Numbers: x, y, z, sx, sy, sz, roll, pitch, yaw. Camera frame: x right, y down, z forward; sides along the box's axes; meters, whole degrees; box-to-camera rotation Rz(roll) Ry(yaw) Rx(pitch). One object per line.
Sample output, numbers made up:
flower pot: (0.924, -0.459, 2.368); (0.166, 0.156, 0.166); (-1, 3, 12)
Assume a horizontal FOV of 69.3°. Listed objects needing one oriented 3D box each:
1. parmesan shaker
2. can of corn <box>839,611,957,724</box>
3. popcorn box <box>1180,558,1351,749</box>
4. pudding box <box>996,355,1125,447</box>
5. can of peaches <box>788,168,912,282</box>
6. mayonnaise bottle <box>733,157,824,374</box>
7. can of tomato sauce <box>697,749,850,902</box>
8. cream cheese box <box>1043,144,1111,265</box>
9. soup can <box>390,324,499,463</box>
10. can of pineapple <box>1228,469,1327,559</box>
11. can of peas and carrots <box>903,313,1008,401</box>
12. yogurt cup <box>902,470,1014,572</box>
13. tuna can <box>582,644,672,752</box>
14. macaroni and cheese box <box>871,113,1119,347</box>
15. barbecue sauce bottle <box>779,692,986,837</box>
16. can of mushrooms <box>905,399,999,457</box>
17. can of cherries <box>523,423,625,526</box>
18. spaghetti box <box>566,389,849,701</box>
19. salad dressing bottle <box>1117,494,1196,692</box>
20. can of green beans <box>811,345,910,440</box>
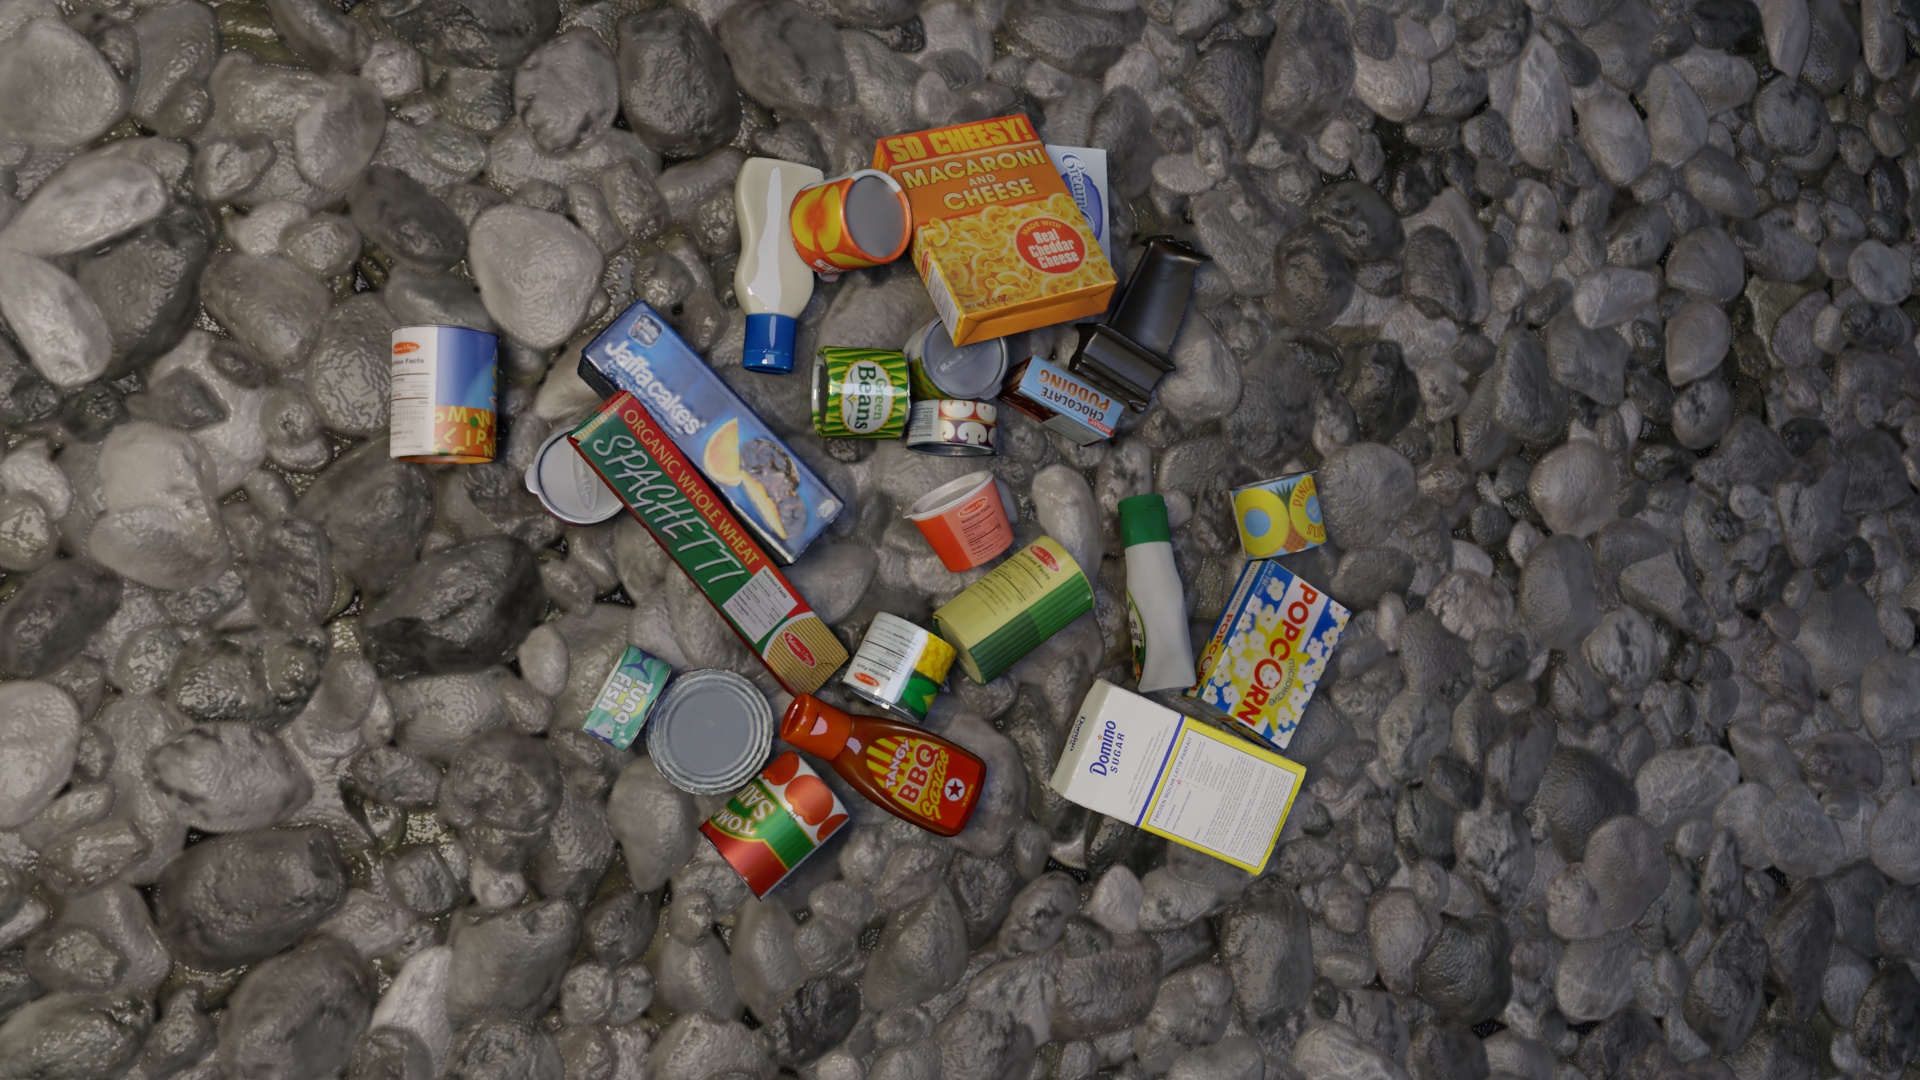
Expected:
parmesan shaker: (0.036, 0.050, 1.017); (0.103, 0.071, 0.071); (-35, 97, -15)
can of corn: (-0.043, 0.091, 0.989); (0.071, 0.071, 0.058); (30, 78, -14)
popcorn box: (0.240, 0.088, 1.090); (0.085, 0.038, 0.127); (32, 78, -15)
pudding box: (0.075, -0.104, 1.045); (0.084, 0.049, 0.030); (27, 78, -14)
can of peaches: (-0.076, -0.220, 0.971); (0.071, 0.058, 0.071); (1, 89, -45)
mayonnaise bottle: (-0.133, -0.194, 0.992); (0.065, 0.041, 0.148); (5, 86, -22)
can of tomato sauce: (-0.128, 0.193, 0.953); (0.083, 0.071, 0.071); (-41, 99, -16)
cream cheese box: (0.087, -0.251, 1.072); (0.053, 0.024, 0.104); (-2, 87, -19)
soup can: (-0.335, -0.094, 0.910); (0.071, 0.071, 0.083); (0, 87, -17)
can of pineapple: (0.249, -0.020, 1.084); (0.071, 0.071, 0.058); (-14, 92, -17)
can of peas and carrots: (-0.003, -0.130, 1.018); (0.071, 0.058, 0.071); (1, 87, -17)
yogurt cup: (0.004, -0.013, 1.011); (0.072, 0.072, 0.054); (-31, 104, -16)
tuna can: (-0.223, 0.105, 0.928); (0.033, 0.071, 0.071); (30, 79, -12)
macaroni and cheese box: (0.022, -0.227, 1.007); (0.124, 0.040, 0.167); (-16, 65, -20)
barbecue sauce bottle: (-0.056, 0.154, 0.980); (0.148, 0.043, 0.065); (30, 74, -22)
can of mushrooms: (-0.004, -0.081, 1.011); (0.071, 0.071, 0.033); (4, 85, -17)
can of cherries: (-0.256, -0.043, 0.934); (0.071, 0.058, 0.071); (1, 88, -17)
spaghetti box: (-0.166, 0.007, 0.934); (0.050, 0.029, 0.249); (-45, 118, -16)
salad dressing bottle: (0.147, 0.040, 1.055); (0.044, 0.064, 0.148); (-7, 80, 2)
can of green beans: (-0.072, -0.105, 0.991); (0.058, 0.071, 0.071); (1, 87, -17)
